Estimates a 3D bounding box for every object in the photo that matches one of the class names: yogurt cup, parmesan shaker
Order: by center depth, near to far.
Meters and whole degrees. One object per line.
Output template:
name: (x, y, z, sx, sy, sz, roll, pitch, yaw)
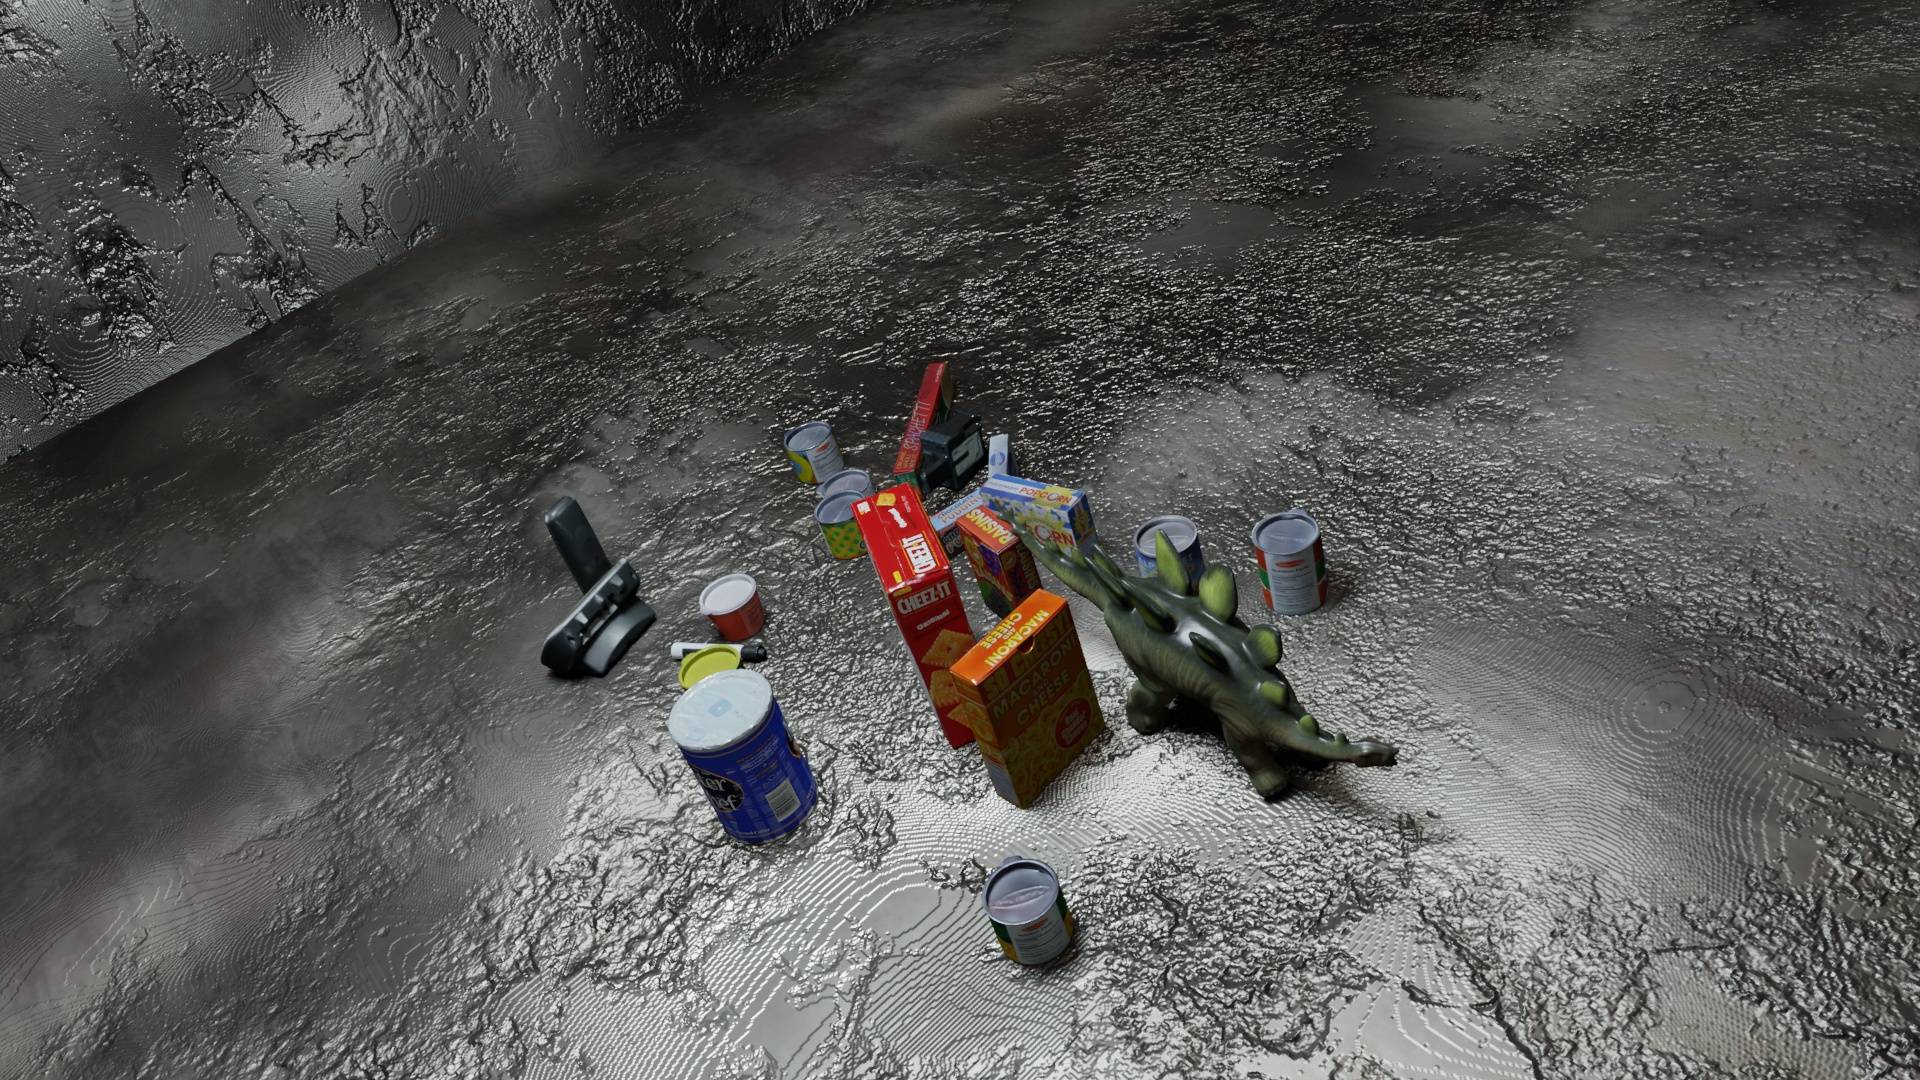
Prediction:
parmesan shaker: (-0.244, 0.167, 1.443, 0.071, 0.102, 0.072, -12, 36, 9)
yogurt cup: (-0.261, 0.079, 1.606, 0.072, 0.053, 0.073, -12, 36, 9)

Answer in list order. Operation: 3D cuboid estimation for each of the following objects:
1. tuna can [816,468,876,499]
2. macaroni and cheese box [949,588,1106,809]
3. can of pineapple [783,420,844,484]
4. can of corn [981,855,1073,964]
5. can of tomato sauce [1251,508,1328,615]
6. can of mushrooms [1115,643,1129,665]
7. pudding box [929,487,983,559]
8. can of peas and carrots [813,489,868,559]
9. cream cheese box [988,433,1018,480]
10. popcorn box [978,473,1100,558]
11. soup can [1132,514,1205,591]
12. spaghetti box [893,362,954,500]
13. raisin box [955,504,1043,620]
tuna can: (-0.143, -0.058, 1.751, 0.071, 0.032, 0.071, -12, 36, 9)
macaroni and cheese box: (0.066, 0.146, 1.277, 0.040, 0.165, 0.124, 22, 52, 42)
can of pineapple: (-0.193, -0.116, 1.828, 0.071, 0.057, 0.071, -12, 36, 9)
can of corn: (0.056, 0.309, 1.161, 0.071, 0.058, 0.071, -12, 36, 9)
can of tomato sauce: (0.332, 0.022, 1.392, 0.071, 0.082, 0.071, -12, 36, 9)
can of mushrooms: (0.190, 0.100, 1.395, 0.071, 0.033, 0.071, -12, 36, 9)
pudding box: (0.006, -0.020, 1.621, 0.084, 0.049, 0.030, -30, 37, -15)
can of peas and carrots: (-0.134, -0.019, 1.675, 0.071, 0.058, 0.071, -12, 36, 9)
cream cheese box: (0.052, -0.078, 1.672, 0.024, 0.053, 0.104, -11, 37, 11)
popcorn box: (0.088, -0.023, 1.558, 0.127, 0.084, 0.038, 15, 48, 37)
soup can: (0.218, 0.028, 1.434, 0.071, 0.083, 0.072, -12, 36, 9)
spaghetti box: (-0.045, -0.143, 1.804, 0.028, 0.050, 0.251, -7, 38, 16)
raisin box: (0.046, 0.032, 1.472, 0.040, 0.122, 0.086, -32, 38, -17)
